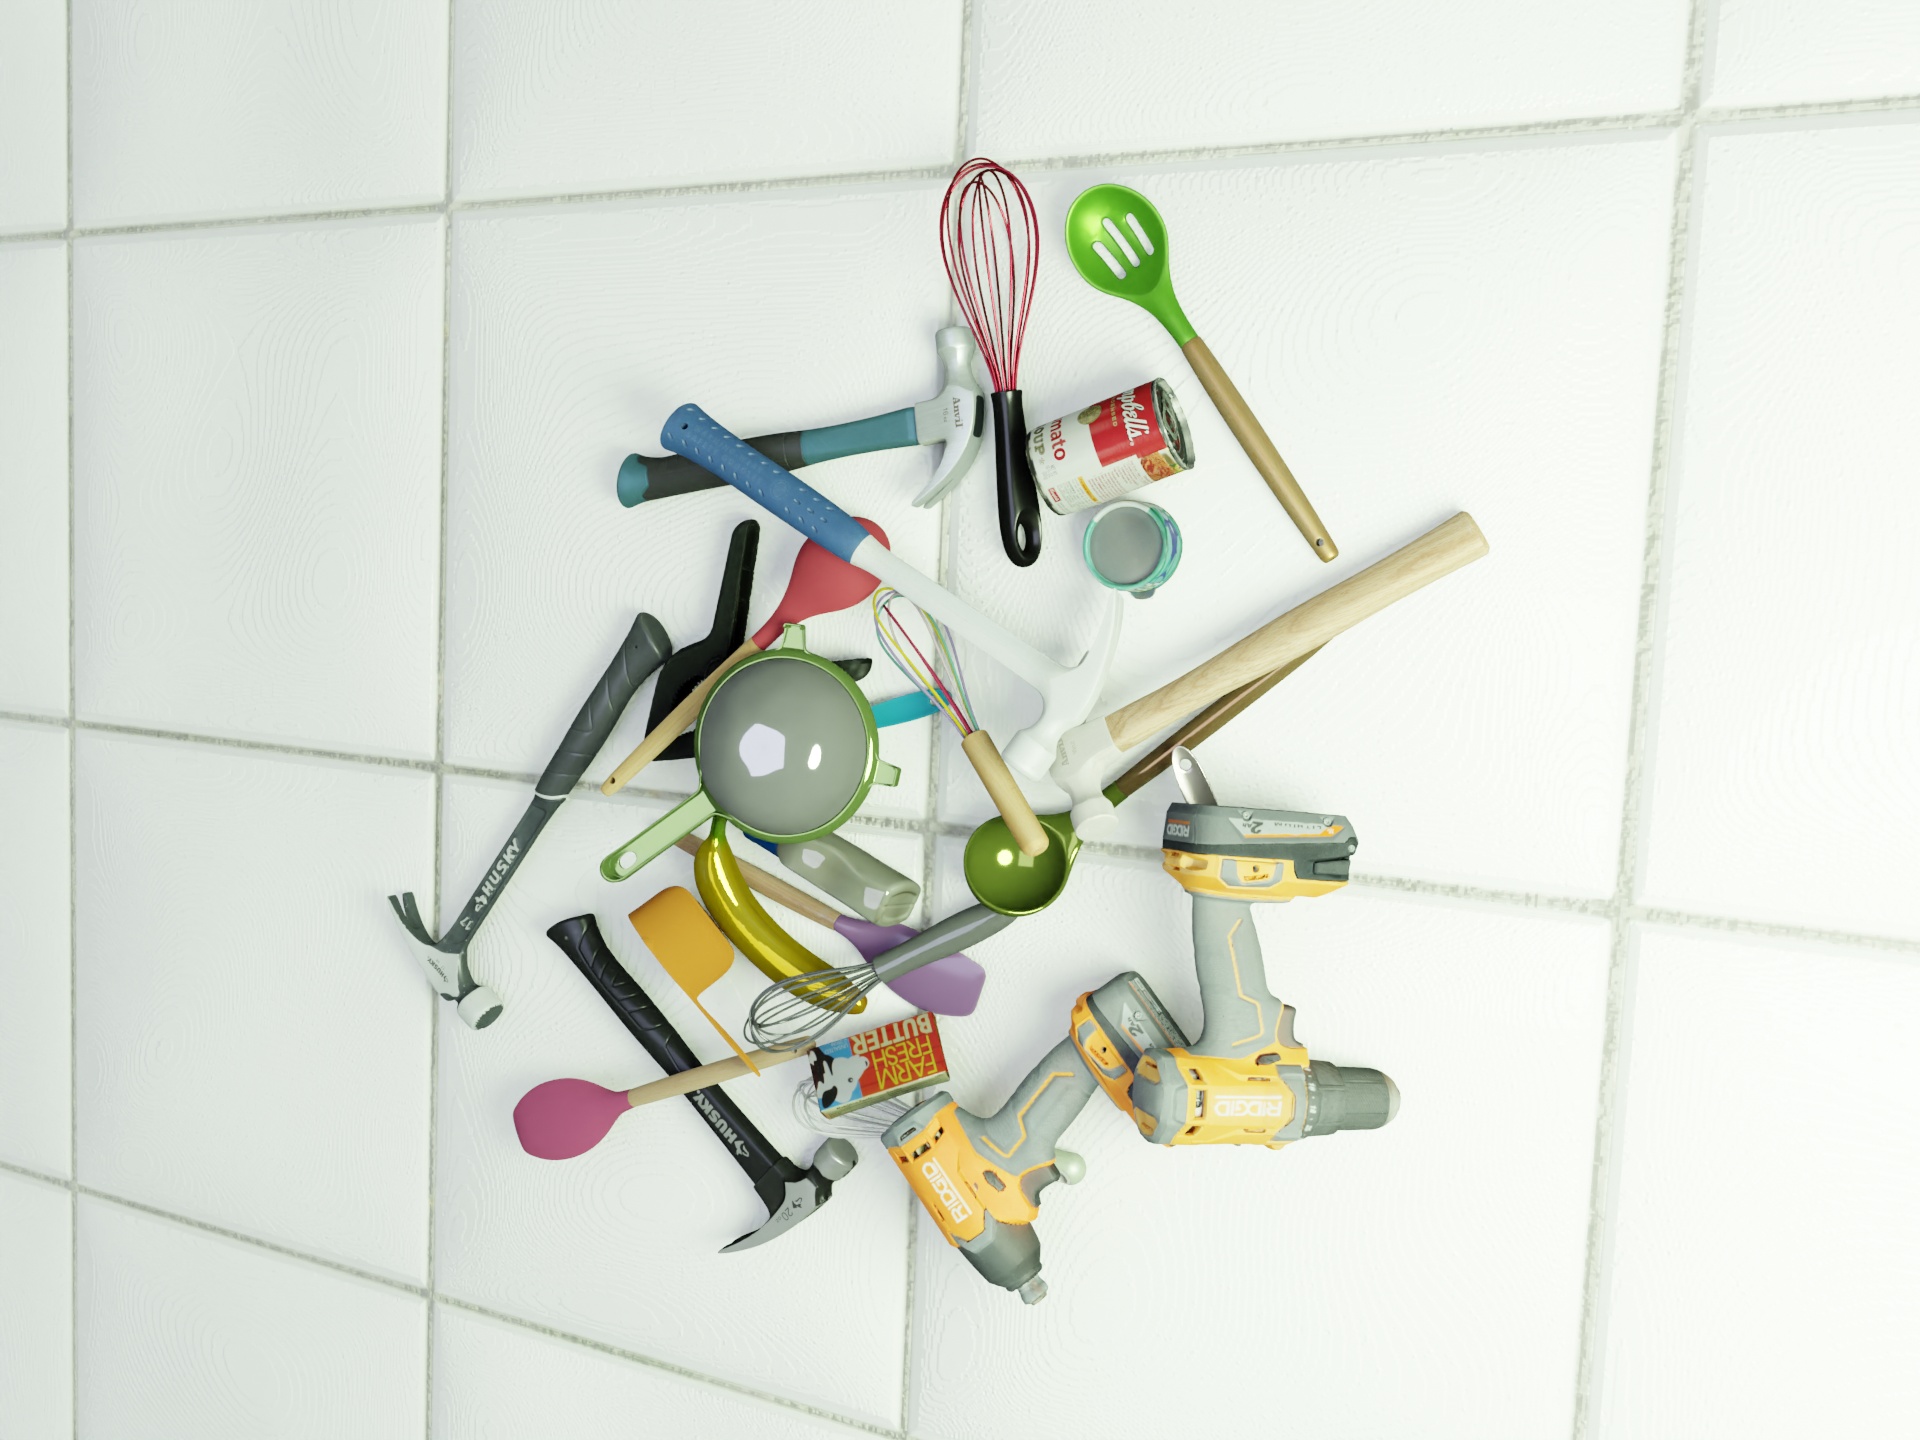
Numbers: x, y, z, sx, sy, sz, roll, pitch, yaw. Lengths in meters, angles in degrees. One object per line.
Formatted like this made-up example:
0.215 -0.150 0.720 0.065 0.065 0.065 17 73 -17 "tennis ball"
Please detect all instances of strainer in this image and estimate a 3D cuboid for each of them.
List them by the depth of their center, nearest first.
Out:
-0.184 0.050 1.207 0.256 0.069 0.151 -35 83 11 "strainer"

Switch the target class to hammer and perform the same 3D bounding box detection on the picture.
0.202 -0.047 1.089 0.331 0.031 0.130 -31 50 17 "hammer"
-0.061 -0.125 1.176 0.406 0.035 0.144 36 90 19 "hammer"
-0.133 -0.214 1.254 0.331 0.033 0.128 -6 90 26 "hammer"
-0.238 0.292 1.337 0.335 0.035 0.146 46 110 16 "hammer"
-0.368 0.075 1.384 0.149 0.036 0.409 42 109 18 "hammer"

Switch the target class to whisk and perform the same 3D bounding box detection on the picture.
0.032 -0.259 1.160 0.073 0.073 0.296 -3 98 25 "whisk"
-0.004 -0.003 1.174 0.051 0.047 0.245 -35 66 12 "whisk"
-0.061 0.192 1.219 0.239 0.055 0.055 -27 82 8 "whisk"
-0.020 0.318 1.233 0.246 0.059 0.057 10 134 21 "whisk"

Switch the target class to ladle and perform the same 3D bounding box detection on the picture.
0.132 0.033 1.135 0.320 0.062 0.078 -39 74 20 "ladle"
-0.177 -0.044 1.251 0.315 0.031 0.069 -42 76 15 "ladle"

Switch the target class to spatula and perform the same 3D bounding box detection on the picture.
-0.120 0.153 1.281 0.316 0.018 0.059 25 107 21 "spatula"

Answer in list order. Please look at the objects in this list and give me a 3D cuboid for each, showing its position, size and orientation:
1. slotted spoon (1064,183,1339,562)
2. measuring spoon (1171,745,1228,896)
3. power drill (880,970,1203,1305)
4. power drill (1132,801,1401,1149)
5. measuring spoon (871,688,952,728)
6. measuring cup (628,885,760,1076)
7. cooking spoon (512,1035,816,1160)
0.173 -0.242 1.112 0.070 0.031 0.314 -35 81 23 "slotted spoon"
0.178 0.072 1.122 0.034 0.018 0.124 -23 97 13 "measuring spoon"
0.073 0.304 1.147 0.226 0.084 0.164 -38 78 11 "power drill"
0.215 0.173 1.068 0.185 0.084 0.226 5 88 -16 "power drill"
-0.064 -0.003 1.249 0.128 0.021 0.042 -15 87 16 "measuring spoon"
-0.196 0.206 1.278 0.052 0.095 0.174 -40 70 -10 "measuring cup"
-0.251 0.306 1.314 0.319 0.017 0.069 -21 85 24 "cooking spoon"
